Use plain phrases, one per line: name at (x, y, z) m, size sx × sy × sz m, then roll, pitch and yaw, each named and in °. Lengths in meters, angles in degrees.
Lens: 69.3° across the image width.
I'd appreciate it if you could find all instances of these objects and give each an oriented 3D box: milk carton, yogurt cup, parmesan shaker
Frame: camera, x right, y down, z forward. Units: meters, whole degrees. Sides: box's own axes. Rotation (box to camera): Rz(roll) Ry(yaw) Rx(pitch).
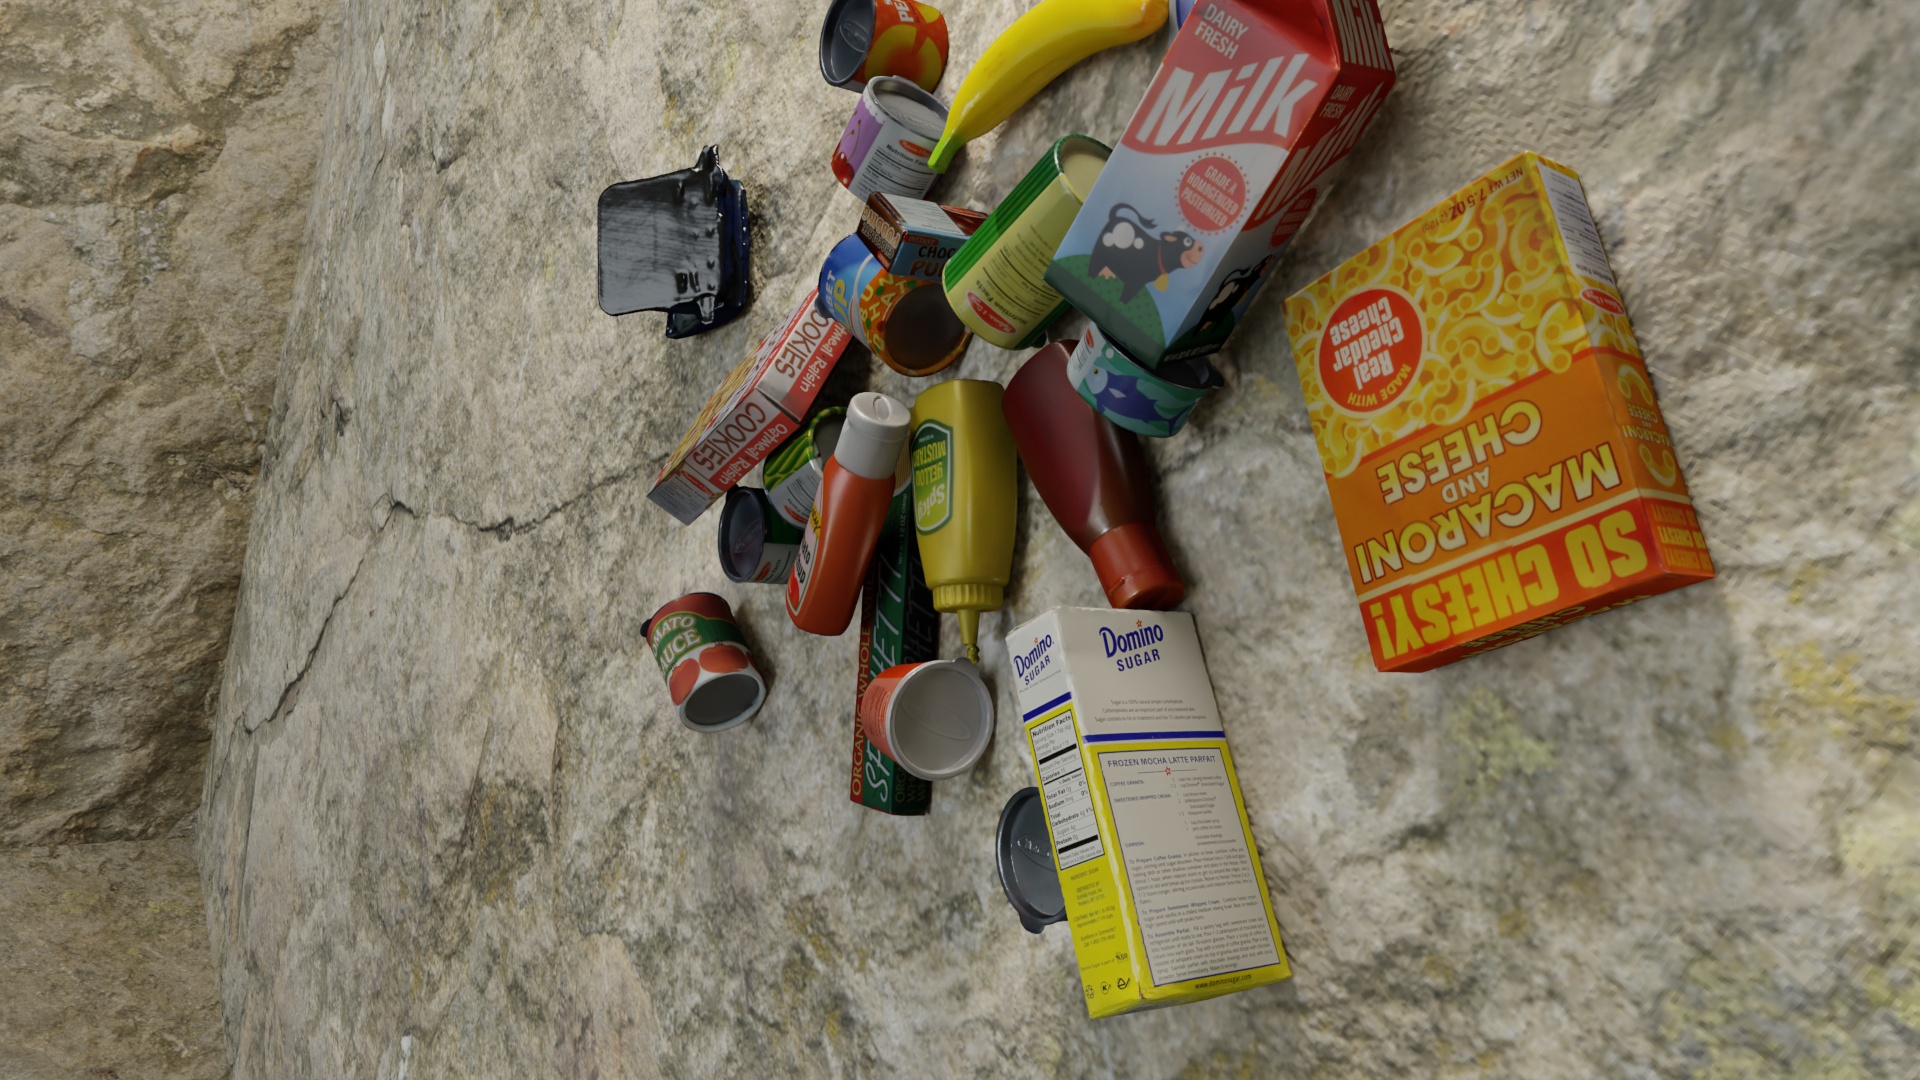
milk carton at (0.122, -0.176, 0.614) m, size 0.073 × 0.072 × 0.189 m, roll 42°, pitch 122°, yaw 19°
yogurt cup at (-0.022, 0.101, 0.802) m, size 0.054 × 0.072 × 0.072 m, roll 0°, pitch 86°, yaw 61°
parmesan shaker at (0.048, -0.156, 0.738) m, size 0.102 × 0.071 × 0.071 m, roll -41°, pitch 55°, yaw 42°

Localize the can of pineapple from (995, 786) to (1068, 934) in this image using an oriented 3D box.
can of pineapple at (0.059, 0.156, 0.690) m, size 0.071 × 0.058 × 0.071 m, roll -8°, pitch 80°, yaw 53°

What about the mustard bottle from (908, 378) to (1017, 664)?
mustard bottle at (0.003, -0.010, 0.791) m, size 0.065 × 0.049 × 0.160 m, roll -19°, pitch 71°, yaw 56°

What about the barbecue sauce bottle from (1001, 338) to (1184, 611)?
barbecue sauce bottle at (0.069, -0.029, 0.711) m, size 0.064 × 0.044 × 0.149 m, roll -48°, pitch 51°, yaw 39°

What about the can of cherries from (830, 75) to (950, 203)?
can of cherries at (-0.040, -0.246, 0.863) m, size 0.058 × 0.071 × 0.072 m, roll -56°, pitch 46°, yaw 35°

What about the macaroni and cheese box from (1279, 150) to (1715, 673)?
macaroni and cheese box at (0.201, -0.045, 0.539) m, size 0.123 × 0.040 × 0.167 m, roll -31°, pitch 62°, yaw 47°

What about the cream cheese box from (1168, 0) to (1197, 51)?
cream cheese box at (0.127, -0.266, 0.675) m, size 0.053 × 0.024 × 0.104 m, roll -6°, pitch 81°, yaw 54°

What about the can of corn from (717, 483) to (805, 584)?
can of corn at (-0.127, -0.005, 0.956) m, size 0.071 × 0.058 × 0.071 m, roll -8°, pitch 80°, yaw 53°

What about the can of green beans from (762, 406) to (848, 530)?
can of green beans at (-0.086, -0.046, 0.899) m, size 0.057 × 0.071 × 0.071 m, roll -31°, pitch 62°, yaw 47°

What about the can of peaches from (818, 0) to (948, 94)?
can of peaches at (-0.048, -0.318, 0.888) m, size 0.071 × 0.058 × 0.071 m, roll -10°, pitch 78°, yaw 53°

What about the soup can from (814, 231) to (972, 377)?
soup can at (-0.042, -0.144, 0.849) m, size 0.084 × 0.071 × 0.071 m, roll 45°, pitch 121°, yaw 45°

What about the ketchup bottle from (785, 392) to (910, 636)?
ketchup bottle at (-0.067, -0.017, 0.829) m, size 0.065 × 0.043 × 0.148 m, roll -101°, pitch 27°, yaw -54°

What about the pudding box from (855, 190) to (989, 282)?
pudding box at (-0.012, -0.172, 0.801) m, size 0.050 × 0.084 × 0.030 m, roll 53°, pitch 130°, yaw 41°

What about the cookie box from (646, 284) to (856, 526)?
cookie box at (-0.138, -0.094, 0.948) m, size 0.166 × 0.040 × 0.123 m, roll -33°, pitch 25°, yaw 47°

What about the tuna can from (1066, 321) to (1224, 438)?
tuna can at (0.089, -0.081, 0.674) m, size 0.032 × 0.071 × 0.071 m, roll -59°, pitch 44°, yaw 32°

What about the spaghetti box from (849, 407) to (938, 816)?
spaghetti box at (-0.037, 0.043, 0.856) m, size 0.050 × 0.029 × 0.250 m, roll 0°, pitch 86°, yaw 54°

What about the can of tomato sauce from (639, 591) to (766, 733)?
can of tomato sauce at (-0.188, 0.089, 1.018) m, size 0.083 × 0.071 × 0.071 m, roll 56°, pitch 129°, yaw 39°
